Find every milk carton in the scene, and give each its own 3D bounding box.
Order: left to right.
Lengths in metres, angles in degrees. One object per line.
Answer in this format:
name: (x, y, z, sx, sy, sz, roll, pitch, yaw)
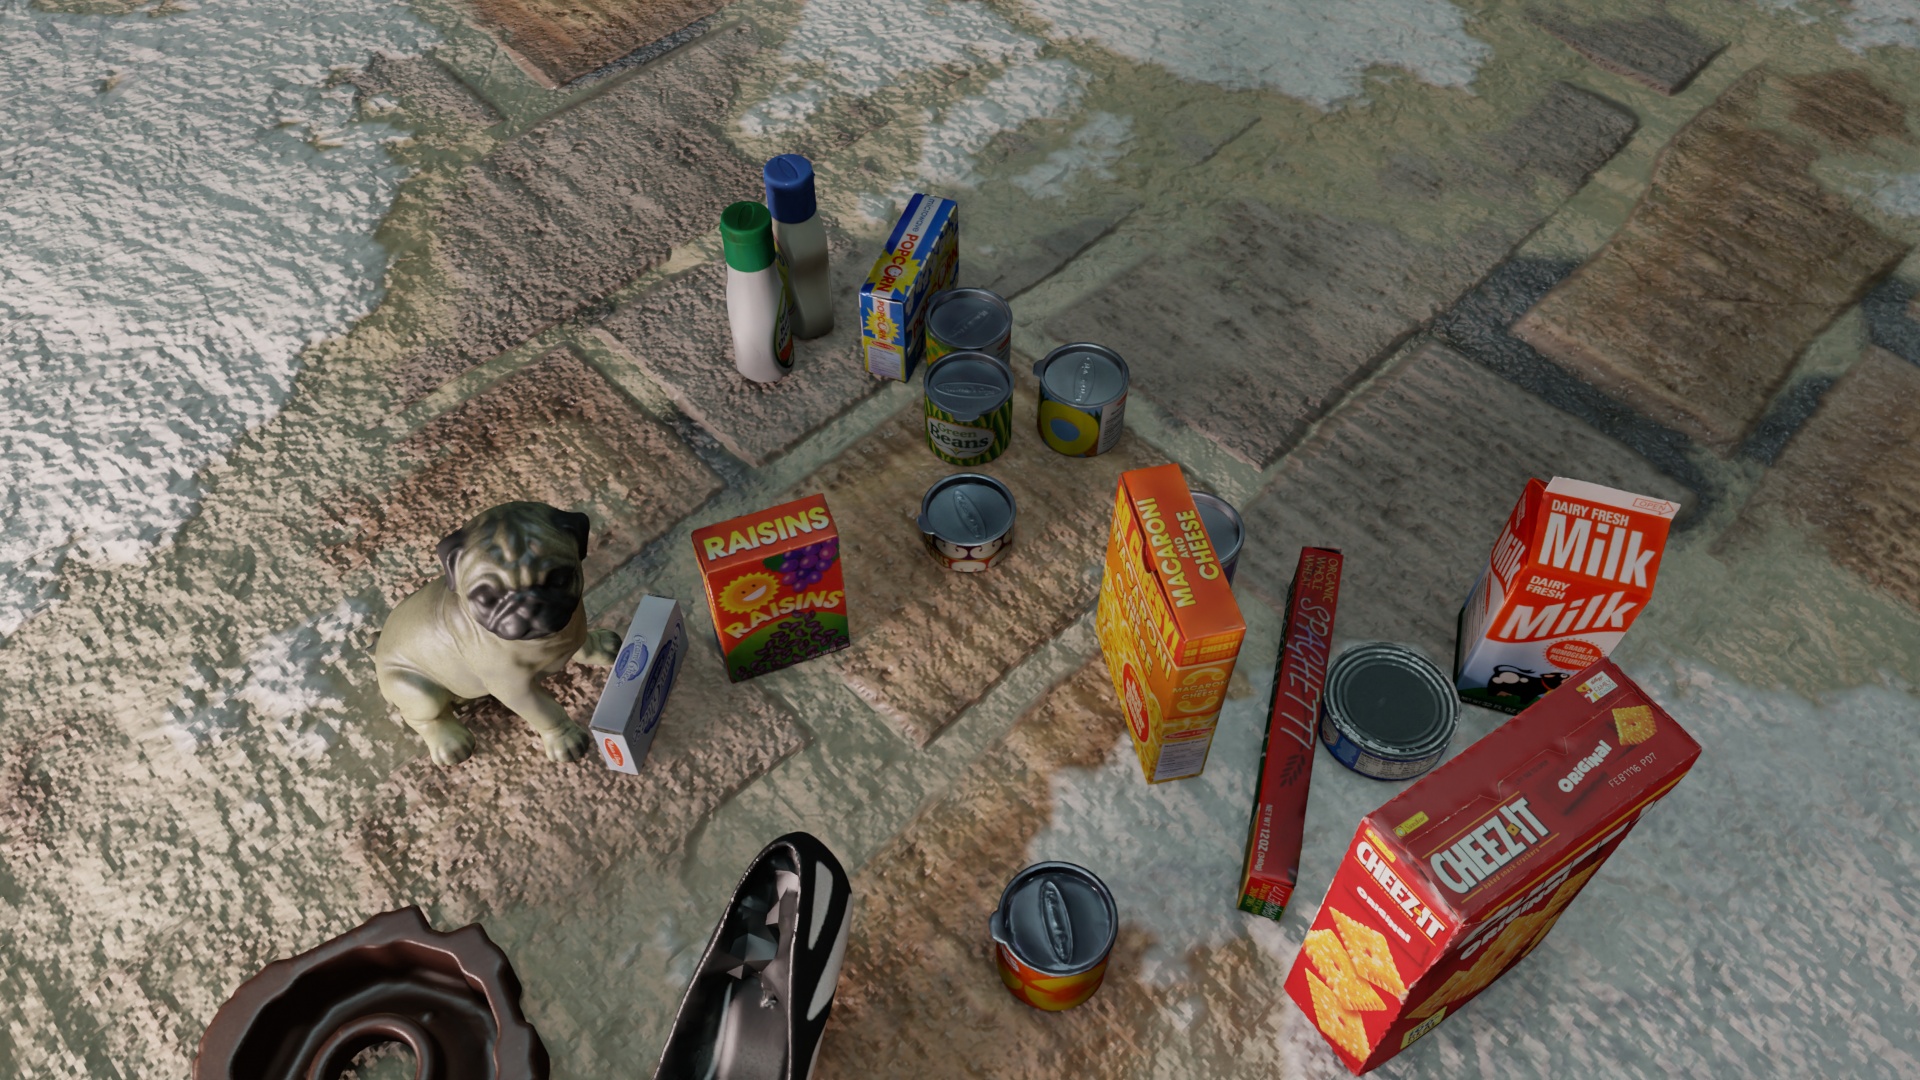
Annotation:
milk carton: (0.365, 0.029, 0.849, 0.072, 0.189, 0.074, 13, 54, 10)

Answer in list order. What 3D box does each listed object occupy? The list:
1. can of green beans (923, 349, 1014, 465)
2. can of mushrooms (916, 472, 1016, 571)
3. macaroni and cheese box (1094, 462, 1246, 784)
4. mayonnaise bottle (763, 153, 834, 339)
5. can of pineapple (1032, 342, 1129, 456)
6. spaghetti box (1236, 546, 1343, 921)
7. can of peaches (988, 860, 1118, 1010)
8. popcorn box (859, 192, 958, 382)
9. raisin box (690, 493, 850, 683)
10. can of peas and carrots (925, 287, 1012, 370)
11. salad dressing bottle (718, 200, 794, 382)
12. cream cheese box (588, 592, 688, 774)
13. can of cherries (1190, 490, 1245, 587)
can of green beans: (0.006, -0.098, 1.027, 0.071, 0.057, 0.071, 0, 52, 0)
can of mushrooms: (0.003, -0.012, 0.976, 0.071, 0.033, 0.071, 0, 52, 0)
macaroni and cheese box: (0.122, 0.054, 0.843, 0.040, 0.165, 0.124, -10, 53, -8)
mayonnaise bottle: (-0.127, -0.227, 1.070, 0.041, 0.147, 0.065, -25, 57, -18)
can of pineapple: (0.089, -0.105, 1.034, 0.071, 0.057, 0.071, 0, 52, 0)
spaghetti box: (0.209, 0.112, 0.871, 0.029, 0.050, 0.251, 13, 53, 9)
can of peaches: (0.051, 0.223, 0.779, 0.071, 0.057, 0.071, 0, 52, 0)
popcorn box: (-0.038, -0.199, 1.089, 0.038, 0.084, 0.127, 15, 54, 11)
raisin box: (-0.118, 0.032, 0.885, 0.086, 0.122, 0.040, -16, 54, -13)
can of peas and carrots: (0.004, -0.152, 1.069, 0.071, 0.058, 0.071, 0, 52, 0)
salad dressing bottle: (-0.152, -0.184, 1.037, 0.044, 0.146, 0.064, 4, 53, 3)
cream cheese box: (-0.203, 0.091, 0.883, 0.024, 0.053, 0.104, 9, 53, 7)
can of cherries: (0.153, 0.009, 0.945, 0.071, 0.058, 0.072, 0, 52, 0)
